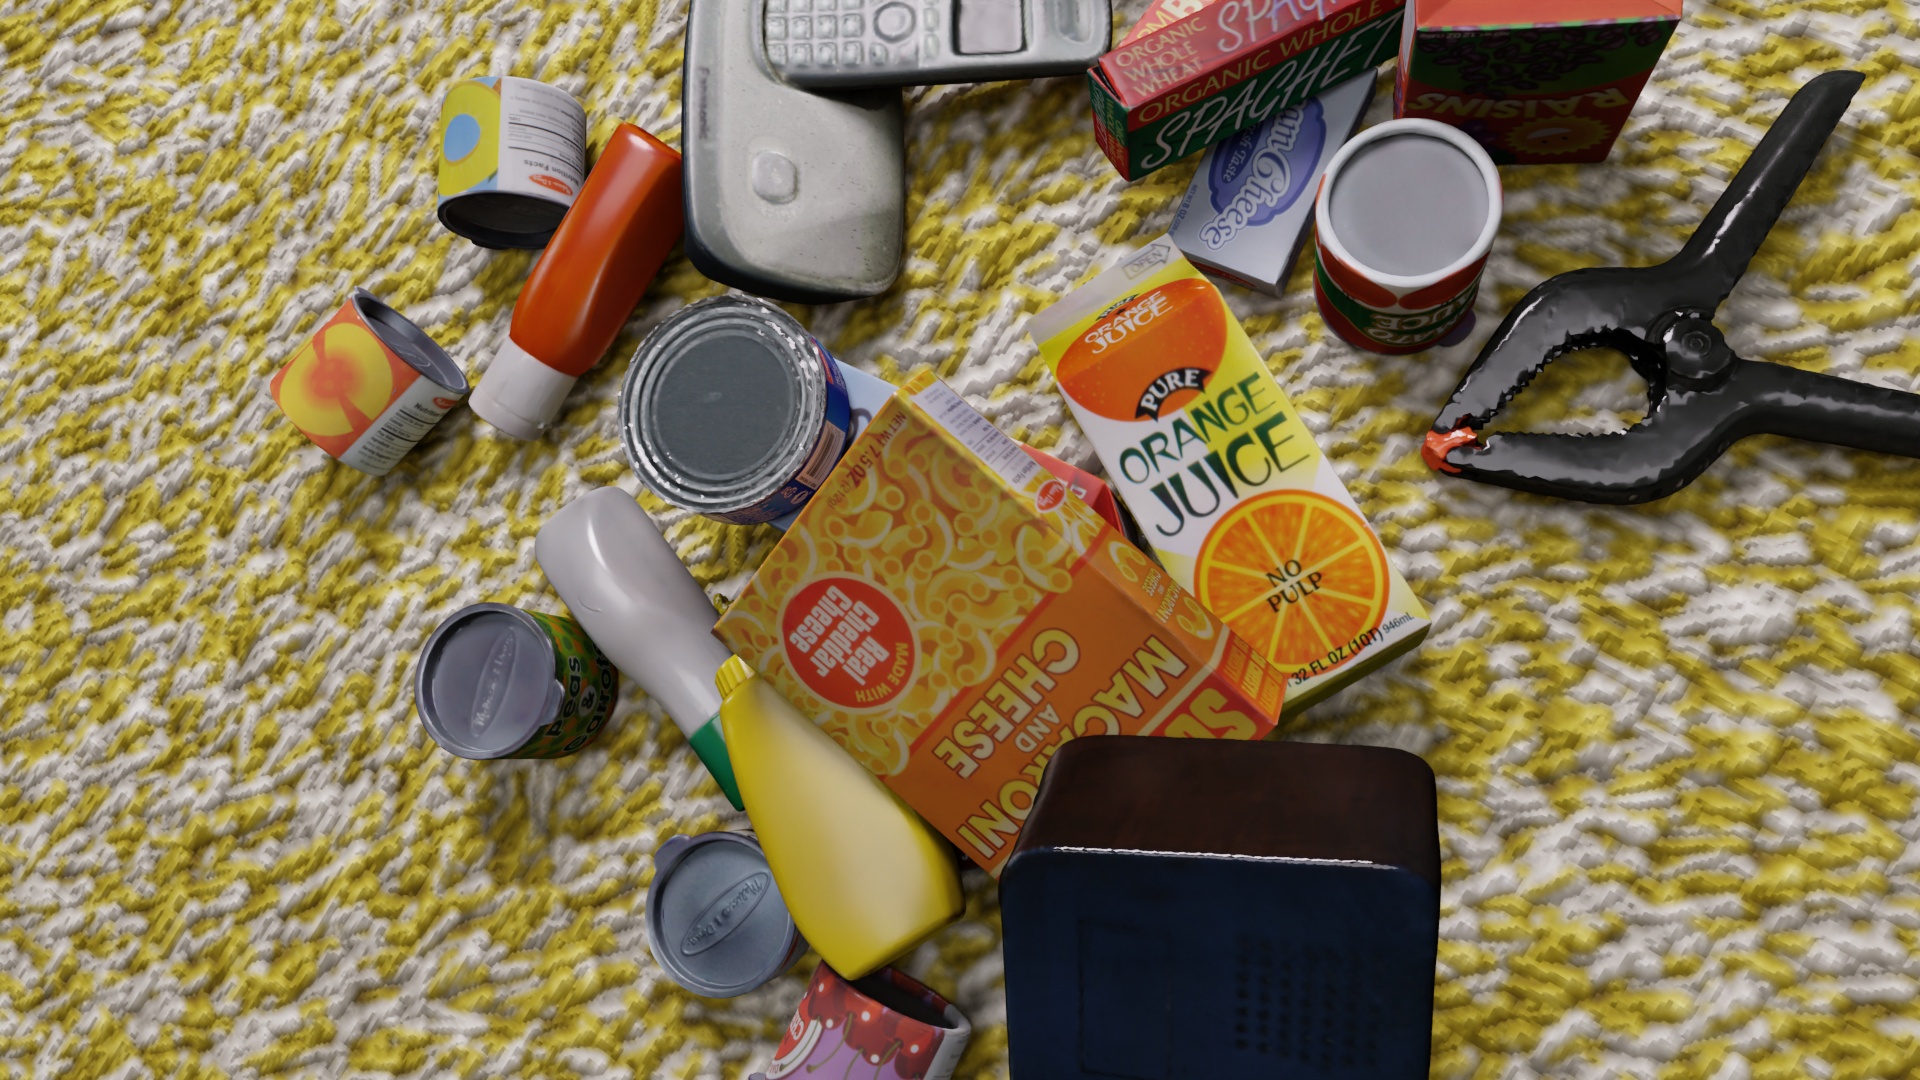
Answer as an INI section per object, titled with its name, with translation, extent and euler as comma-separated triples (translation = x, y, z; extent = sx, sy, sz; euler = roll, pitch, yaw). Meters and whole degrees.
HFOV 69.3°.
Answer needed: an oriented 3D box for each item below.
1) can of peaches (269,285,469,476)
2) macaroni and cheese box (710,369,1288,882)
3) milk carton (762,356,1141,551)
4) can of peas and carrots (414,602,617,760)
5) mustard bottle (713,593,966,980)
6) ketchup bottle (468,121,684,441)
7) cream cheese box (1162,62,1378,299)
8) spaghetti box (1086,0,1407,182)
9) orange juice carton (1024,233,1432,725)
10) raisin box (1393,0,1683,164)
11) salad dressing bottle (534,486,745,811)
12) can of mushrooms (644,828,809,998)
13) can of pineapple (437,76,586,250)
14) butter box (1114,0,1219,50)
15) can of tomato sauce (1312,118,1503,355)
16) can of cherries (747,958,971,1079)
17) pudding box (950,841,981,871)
[can of peaches]
translation = -0.276, -0.074, 0.647
extent = 0.058, 0.071, 0.071
euler = -45, 74, 4
[macaroni and cheese box]
translation = 0.012, 0.040, 0.495
extent = 0.166, 0.040, 0.123
euler = 41, 117, 1
[milk carton]
translation = 0.002, -0.007, 0.565
extent = 0.191, 0.072, 0.073
euler = 26, 87, 16
[can of peas and carrots]
translation = -0.190, 0.063, 0.606
extent = 0.071, 0.058, 0.071
euler = -2, 80, 13
[mustard bottle]
translation = -0.057, 0.087, 0.544
extent = 0.065, 0.048, 0.160
euler = -30, 72, 3
[ketchup bottle]
translation = -0.171, -0.115, 0.634
extent = 0.043, 0.065, 0.148
euler = 34, 98, 3
[cream cheese box]
translation = 0.131, -0.158, 0.586
extent = 0.053, 0.024, 0.104
euler = 24, 87, 15
[spaghetti box]
translation = 0.168, -0.217, 0.552
extent = 0.250, 0.050, 0.029
euler = -26, 68, -3
[orange juice carton]
translation = 0.100, -0.027, 0.545
extent = 0.072, 0.073, 0.193
euler = -31, 74, 8
[raisin box]
translation = 0.209, -0.181, 0.520
extent = 0.086, 0.123, 0.040
euler = 2, 83, 14
[salad dressing bottle]
translation = -0.123, 0.046, 0.594
extent = 0.044, 0.064, 0.148
euler = -40, 81, 16
[can of mushrooms]
translation = -0.096, 0.153, 0.581
extent = 0.071, 0.033, 0.071
euler = -2, 80, 14
[can of pineapple]
translation = -0.210, -0.175, 0.650
extent = 0.071, 0.071, 0.058
euler = -4, 79, 13
[butter box]
translation = 0.106, -0.225, 0.589
extent = 0.024, 0.053, 0.103
euler = 40, 91, 18
[can of tomato sauce]
translation = 0.172, -0.114, 0.538
extent = 0.071, 0.083, 0.071
euler = -2, 80, 14
[can of cherries]
translation = -0.039, 0.200, 0.541
extent = 0.071, 0.071, 0.058
euler = 25, 87, 16
[pudding box]
translation = 0.007, 0.108, 0.566
extent = 0.083, 0.030, 0.050
euler = -13, 77, 11
